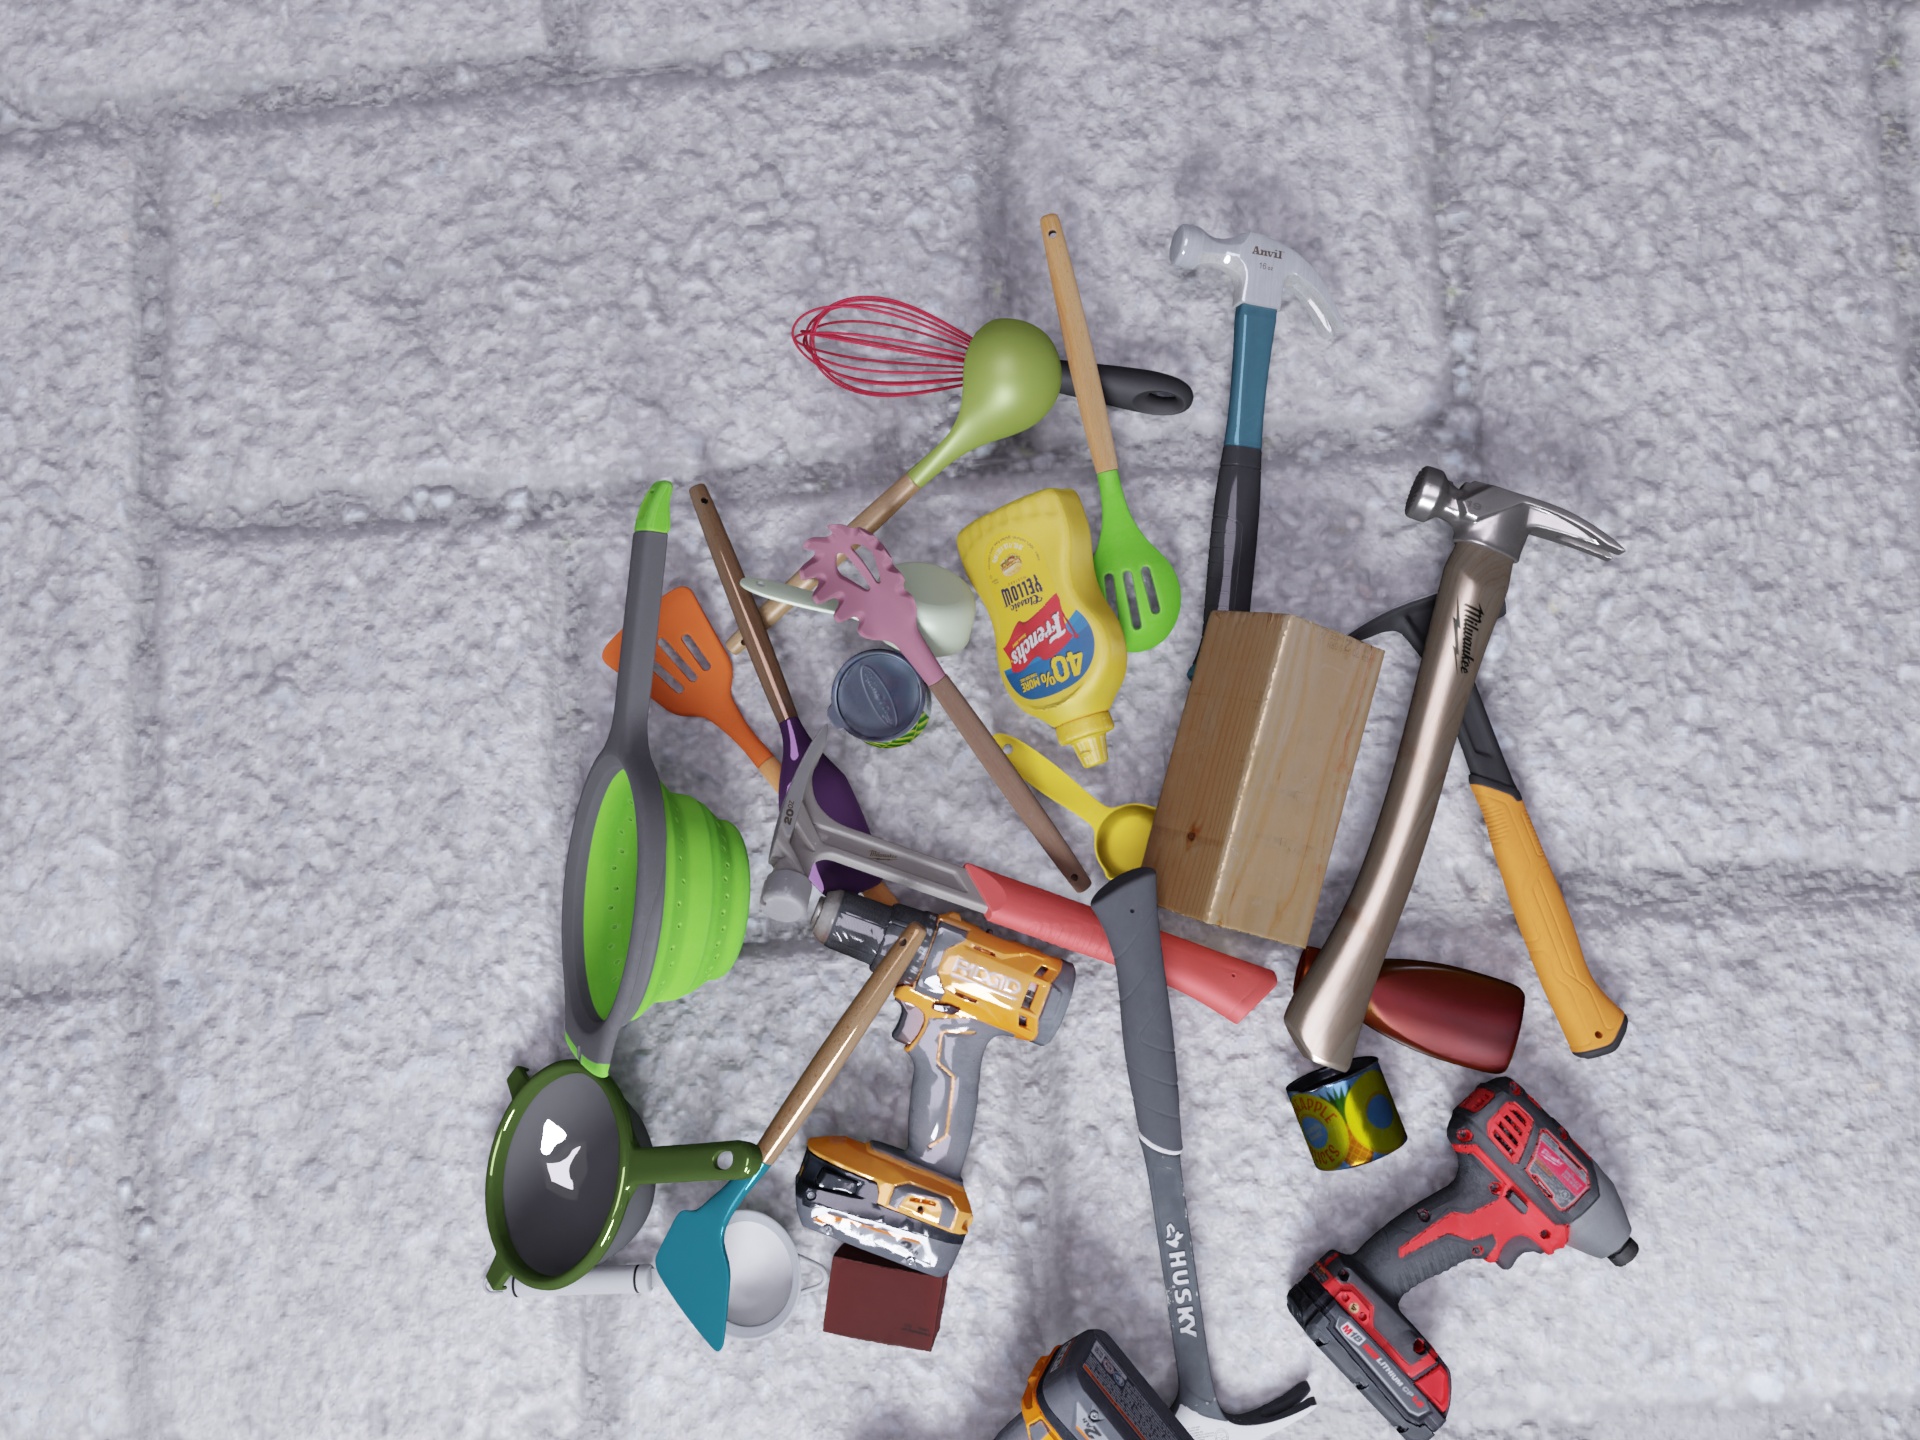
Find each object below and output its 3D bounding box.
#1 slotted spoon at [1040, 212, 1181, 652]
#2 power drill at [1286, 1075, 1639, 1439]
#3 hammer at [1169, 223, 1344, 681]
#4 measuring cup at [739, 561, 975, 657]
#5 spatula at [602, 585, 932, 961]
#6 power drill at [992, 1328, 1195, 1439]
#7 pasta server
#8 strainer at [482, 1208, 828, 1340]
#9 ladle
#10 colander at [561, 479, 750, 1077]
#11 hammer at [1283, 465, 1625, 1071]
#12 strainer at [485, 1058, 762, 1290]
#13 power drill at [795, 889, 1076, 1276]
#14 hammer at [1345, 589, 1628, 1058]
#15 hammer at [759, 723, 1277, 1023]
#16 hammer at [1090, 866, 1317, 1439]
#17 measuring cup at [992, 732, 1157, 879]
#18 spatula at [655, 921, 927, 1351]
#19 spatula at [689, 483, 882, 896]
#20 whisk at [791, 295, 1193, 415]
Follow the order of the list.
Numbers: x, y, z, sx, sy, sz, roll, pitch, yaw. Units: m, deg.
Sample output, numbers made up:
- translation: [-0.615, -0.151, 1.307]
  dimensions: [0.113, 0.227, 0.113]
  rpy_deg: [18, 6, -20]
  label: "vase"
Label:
- translation: [0.096, -0.201, 1.124]
  dimensions: [0.070, 0.031, 0.314]
  rpy_deg: [-12, 94, 7]
  label: "slotted spoon"
- translation: [0.337, 0.361, 1.058]
  dimensions: [0.219, 0.078, 0.143]
  rpy_deg: [-44, 83, -4]
  label: "power drill"
- translation: [0.198, -0.180, 1.134]
  dimensions: [0.128, 0.033, 0.331]
  rpy_deg: [6, 88, -12]
  label: "hammer"
- translation: [-0.069, -0.091, 1.115]
  dimensions: [0.167, 0.083, 0.038]
  rpy_deg: [12, 127, -11]
  label: "measuring cup"
- translation: [-0.125, 0.048, 1.139]
  dimensions: [0.081, 0.041, 0.322]
  rpy_deg: [-41, 84, -6]
  label: "spatula"
- translation: [0.045, 0.520, 1.035]
  dimensions: [0.226, 0.084, 0.164]
  rpy_deg: [-43, 83, 19]
  label: "power drill"
- translation: [-0.002, -0.003, 1.088]
  dimensions: [0.060, 0.040, 0.316]
  rpy_deg: [-31, 104, 17]
  label: "pasta server"
- translation: [-0.212, 0.387, 1.110]
  dimensions: [0.258, 0.050, 0.087]
  rpy_deg: [-5, 81, 9]
  label: "strainer"
- translation: [-0.055, -0.160, 1.132]
  dimensions: [0.320, 0.078, 0.062]
  rpy_deg: [-41, 38, 16]
  label: "ladle"
- translation: [-0.194, 0.039, 1.087]
  dimensions: [0.094, 0.204, 0.397]
  rpy_deg: [6, 91, -26]
  label: "colander"
- translation: [0.318, 0.039, 1.074]
  dimensions: [0.146, 0.038, 0.411]
  rpy_deg: [19, 84, 4]
  label: "hammer"
- translation: [-0.214, 0.302, 1.067]
  dimensions: [0.256, 0.069, 0.152]
  rpy_deg: [-14, 65, 34]
  label: "strainer"
- translation: [-0.043, 0.237, 1.083]
  dimensions: [0.185, 0.084, 0.226]
  rpy_deg: [22, 84, -4]
  label: "power drill"
- translation: [0.373, 0.073, 1.105]
  dimensions: [0.127, 0.034, 0.337]
  rpy_deg: [-20, 83, 1]
  label: "hammer"
- translation: [0.047, 0.121, 1.085]
  dimensions: [0.359, 0.036, 0.149]
  rpy_deg: [20, 47, -8]
  label: "hammer"
- translation: [0.140, 0.298, 1.053]
  dimensions: [0.149, 0.036, 0.409]
  rpy_deg: [-8, 97, 0]
  label: "hammer"
- translation: [0.085, 0.059, 1.133]
  dimensions: [0.156, 0.029, 0.062]
  rpy_deg: [37, 87, 14]
  label: "measuring cup"
- translation: [-0.109, 0.263, 1.037]
  dimensions: [0.082, 0.044, 0.317]
  rpy_deg: [39, 97, 36]
  label: "spatula"
- translation: [-0.134, -0.023, 1.130]
  dimensions: [0.059, 0.018, 0.316]
  rpy_deg: [-19, 83, -21]
  label: "spatula"
- translation: [0.023, -0.258, 1.155]
  dimensions: [0.296, 0.073, 0.073]
  rpy_deg: [10, 85, 0]
  label: "whisk"
